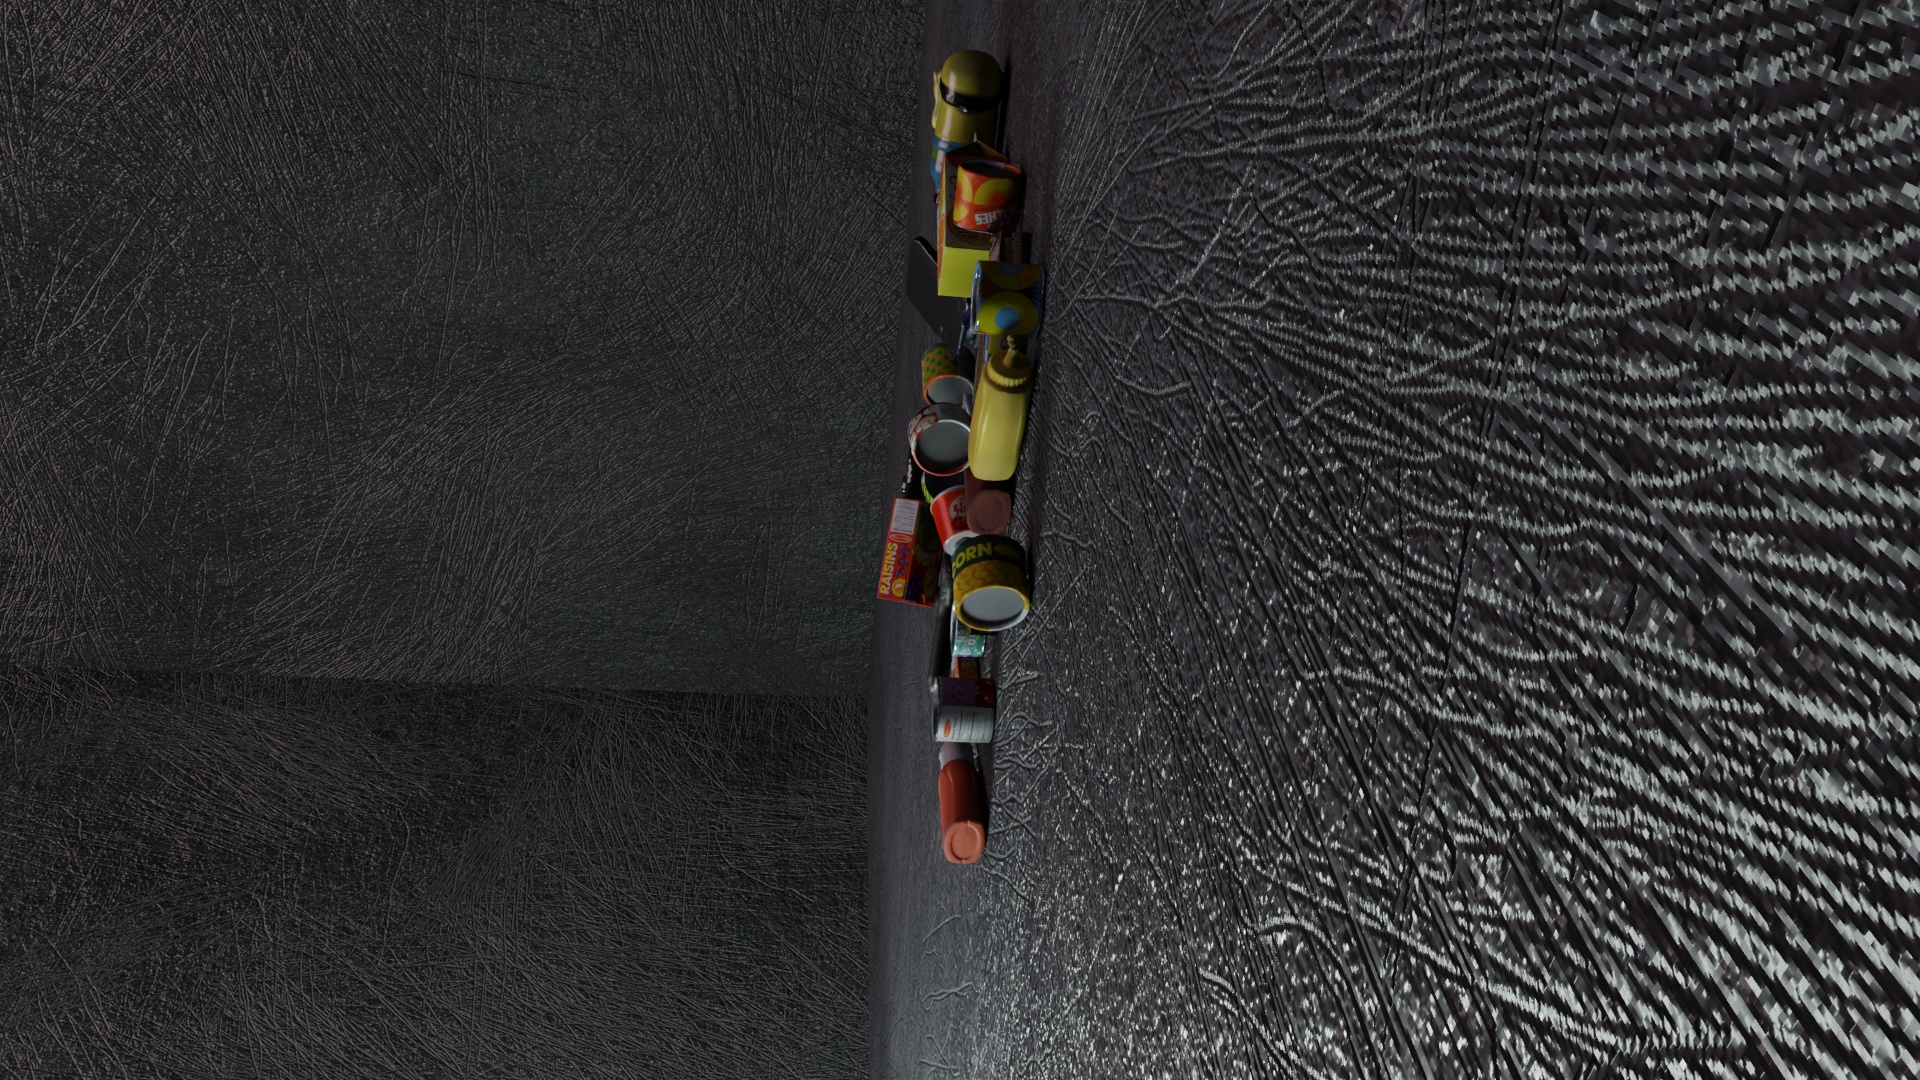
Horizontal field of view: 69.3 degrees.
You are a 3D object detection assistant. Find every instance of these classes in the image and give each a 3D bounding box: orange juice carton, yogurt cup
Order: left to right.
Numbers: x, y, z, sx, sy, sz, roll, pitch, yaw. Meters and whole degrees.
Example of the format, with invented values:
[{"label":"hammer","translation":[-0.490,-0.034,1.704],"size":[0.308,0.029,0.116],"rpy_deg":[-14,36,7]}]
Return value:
[{"label":"yogurt cup","translation":[0.005,-0.018,1.462],"size":[0.072,0.072,0.054],"rpy_deg":[102,161,-56]},{"label":"orange juice carton","translation":[0.014,-0.353,1.496],"size":[0.071,0.073,0.193],"rpy_deg":[101,170,-52]}]

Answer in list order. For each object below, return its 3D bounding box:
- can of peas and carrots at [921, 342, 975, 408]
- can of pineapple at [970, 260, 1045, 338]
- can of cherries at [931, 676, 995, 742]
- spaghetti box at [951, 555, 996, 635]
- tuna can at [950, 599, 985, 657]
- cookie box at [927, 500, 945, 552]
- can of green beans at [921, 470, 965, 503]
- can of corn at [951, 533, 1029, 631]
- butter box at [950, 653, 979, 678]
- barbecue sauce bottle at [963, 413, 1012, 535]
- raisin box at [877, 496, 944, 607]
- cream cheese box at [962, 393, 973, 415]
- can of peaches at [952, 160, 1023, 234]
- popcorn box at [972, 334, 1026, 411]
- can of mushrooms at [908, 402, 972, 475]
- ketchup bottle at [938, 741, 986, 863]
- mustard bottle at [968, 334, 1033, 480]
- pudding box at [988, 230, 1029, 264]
[{"label":"can of peas and carrots","translation":[-0.017,-0.201,1.717],"size":[0.070,0.071,0.059],"rpy_deg":[100,170,-50]},{"label":"can of pineapple","translation":[0.042,-0.217,1.239],"size":[0.071,0.058,0.071],"rpy_deg":[-173,87,-84]},{"label":"can of cherries","translation":[0.002,0.170,1.412],"size":[0.071,0.058,0.071],"rpy_deg":[-174,86,-84]},{"label":"spaghetti box","translation":[0.014,0.033,1.510],"size":[0.251,0.029,0.050],"rpy_deg":[-105,19,-70]},{"label":"tuna can","translation":[0.008,0.095,1.511],"size":[0.071,0.033,0.071],"rpy_deg":[-173,86,-84]},{"label":"cookie box","translation":[-0.017,-0.076,1.798],"size":[0.168,0.040,0.122],"rpy_deg":[-98,13,-61]},{"label":"can of green beans","translation":[-0.011,-0.069,1.621],"size":[0.058,0.071,0.071],"rpy_deg":[144,129,-83]},{"label":"can of corn","translation":[0.025,0.036,1.215],"size":[0.070,0.071,0.058],"rpy_deg":[100,170,-48]},{"label":"butter box","translation":[0.005,0.148,1.557],"size":[0.104,0.024,0.052],"rpy_deg":[-95,9,-54]},{"label":"barbecue sauce bottle","translation":[0.025,-0.074,1.392],"size":[0.149,0.044,0.064],"rpy_deg":[-93,12,-50]},{"label":"raisin box","translation":[-0.054,0.015,1.673],"size":[0.086,0.040,0.123],"rpy_deg":[16,-96,-65]},{"label":"cream cheese box","translation":[0.016,-0.129,1.591],"size":[0.104,0.024,0.053],"rpy_deg":[-102,16,-68]},{"label":"can of peaches","translation":[0.028,-0.345,1.394],"size":[0.071,0.071,0.057],"rpy_deg":[-99,14,-62]},{"label":"popcorn box","translation":[0.037,-0.174,1.351],"size":[0.085,0.038,0.126],"rpy_deg":[-97,11,-64]},{"label":"can of mushrooms","translation":[-0.018,-0.096,1.357],"size":[0.033,0.071,0.070],"rpy_deg":[-106,20,-57]},{"label":"ketchup bottle","translation":[-0.001,0.267,1.459],"size":[0.149,0.043,0.064],"rpy_deg":[-97,13,-60]},{"label":"mustard bottle","translation":[0.039,-0.124,1.266],"size":[0.159,0.049,0.065],"rpy_deg":[102,169,-50]},{"label":"pudding box","translation":[0.046,-0.273,1.352],"size":[0.084,0.030,0.049],"rpy_deg":[-126,38,-81]}]
